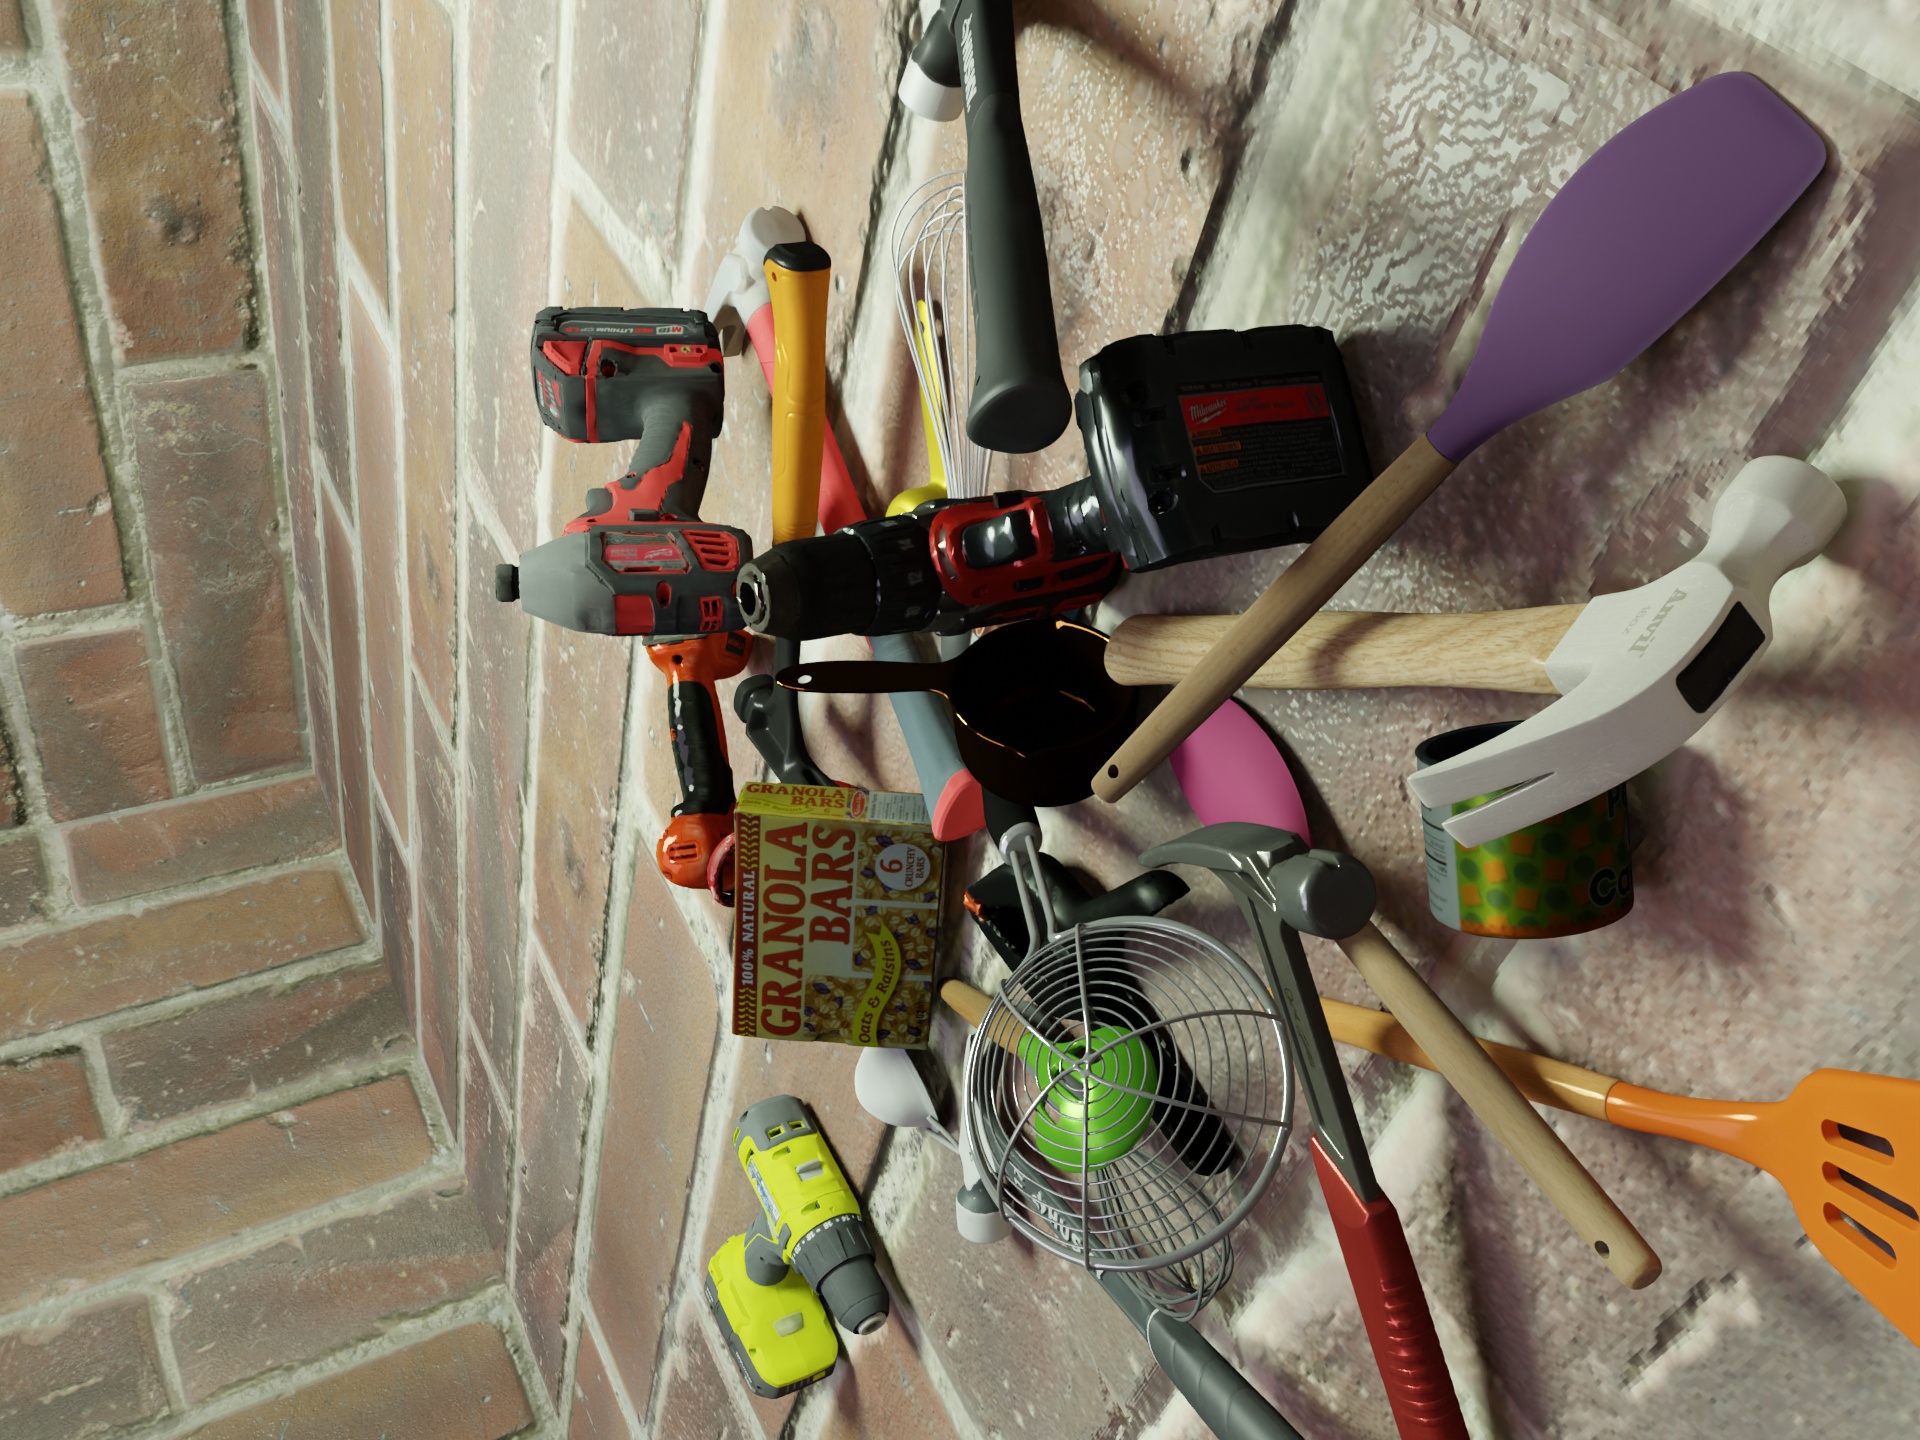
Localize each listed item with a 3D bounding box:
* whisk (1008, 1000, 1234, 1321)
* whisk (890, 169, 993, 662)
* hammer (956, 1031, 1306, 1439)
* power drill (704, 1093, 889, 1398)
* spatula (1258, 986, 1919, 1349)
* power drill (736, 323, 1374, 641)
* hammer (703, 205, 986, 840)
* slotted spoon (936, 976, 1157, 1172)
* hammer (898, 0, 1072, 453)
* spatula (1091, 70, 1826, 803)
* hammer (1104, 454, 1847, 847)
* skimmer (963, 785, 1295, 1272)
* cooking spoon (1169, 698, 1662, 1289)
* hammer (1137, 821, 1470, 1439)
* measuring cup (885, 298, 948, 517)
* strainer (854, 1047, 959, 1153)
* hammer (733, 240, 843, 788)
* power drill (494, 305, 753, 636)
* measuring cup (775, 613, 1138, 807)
[{"bbox_3d":[0.071,0.211,0.810,0.239,0.055,0.055,-130,36,-59],"label":"whisk"},{"bbox_3d":[0.005,-0.131,0.801,0.070,0.070,0.284,40,140,47],"label":"whisk"},{"bbox_3d":[0.095,0.295,0.801,0.409,0.036,0.149,-148,53,-59],"label":"hammer"},{"bbox_3d":[-0.128,0.432,1.251,0.191,0.080,0.228,54,141,35],"label":"power drill"},{"bbox_3d":[0.208,0.131,0.567,0.323,0.041,0.081,4,98,61],"label":"spatula"},{"bbox_3d":[0.030,-0.080,0.643,0.227,0.188,0.080,-17,86,57],"label":"power drill"},{"bbox_3d":[-0.072,-0.106,0.957,0.143,0.038,0.386,-44,64,59],"label":"hammer"},{"bbox_3d":[0.029,0.168,0.837,0.031,0.070,0.314,36,172,-12],"label":"slotted spoon"},{"bbox_3d":[0.016,-0.225,0.612,0.146,0.035,0.335,120,156,-45],"label":"hammer"},{"bbox_3d":[0.141,-0.074,0.528,0.315,0.018,0.060,-50,55,33],"label":"spatula"},{"bbox_3d":[0.140,-0.024,0.575,0.031,0.130,0.331,46,166,-18],"label":"hammer"},{"bbox_3d":[0.049,0.097,0.702,0.090,0.127,0.363,50,-173,-14],"label":"skimmer"},{"bbox_3d":[0.158,0.088,0.622,0.319,0.017,0.068,-124,34,-47],"label":"cooking spoon"},{"bbox_3d":[0.164,0.215,0.647,0.149,0.036,0.359,179,72,-73],"label":"hammer"},{"bbox_3d":[-0.024,-0.147,0.860,0.062,0.029,0.156,26,126,54],"label":"measuring cup"},{"bbox_3d":[-0.072,0.187,1.085,0.086,0.050,0.259,95,152,-57],"label":"strainer"},{"bbox_3d":[-0.094,-0.106,0.919,0.127,0.034,0.336,49,143,43],"label":"hammer"},{"bbox_3d":[-0.199,-0.142,0.935,0.078,0.143,0.220,104,160,-53],"label":"power drill"},{"bbox_3d":[-0.001,-0.002,0.761,0.052,0.173,0.095,81,-164,-45],"label":"measuring cup"}]
